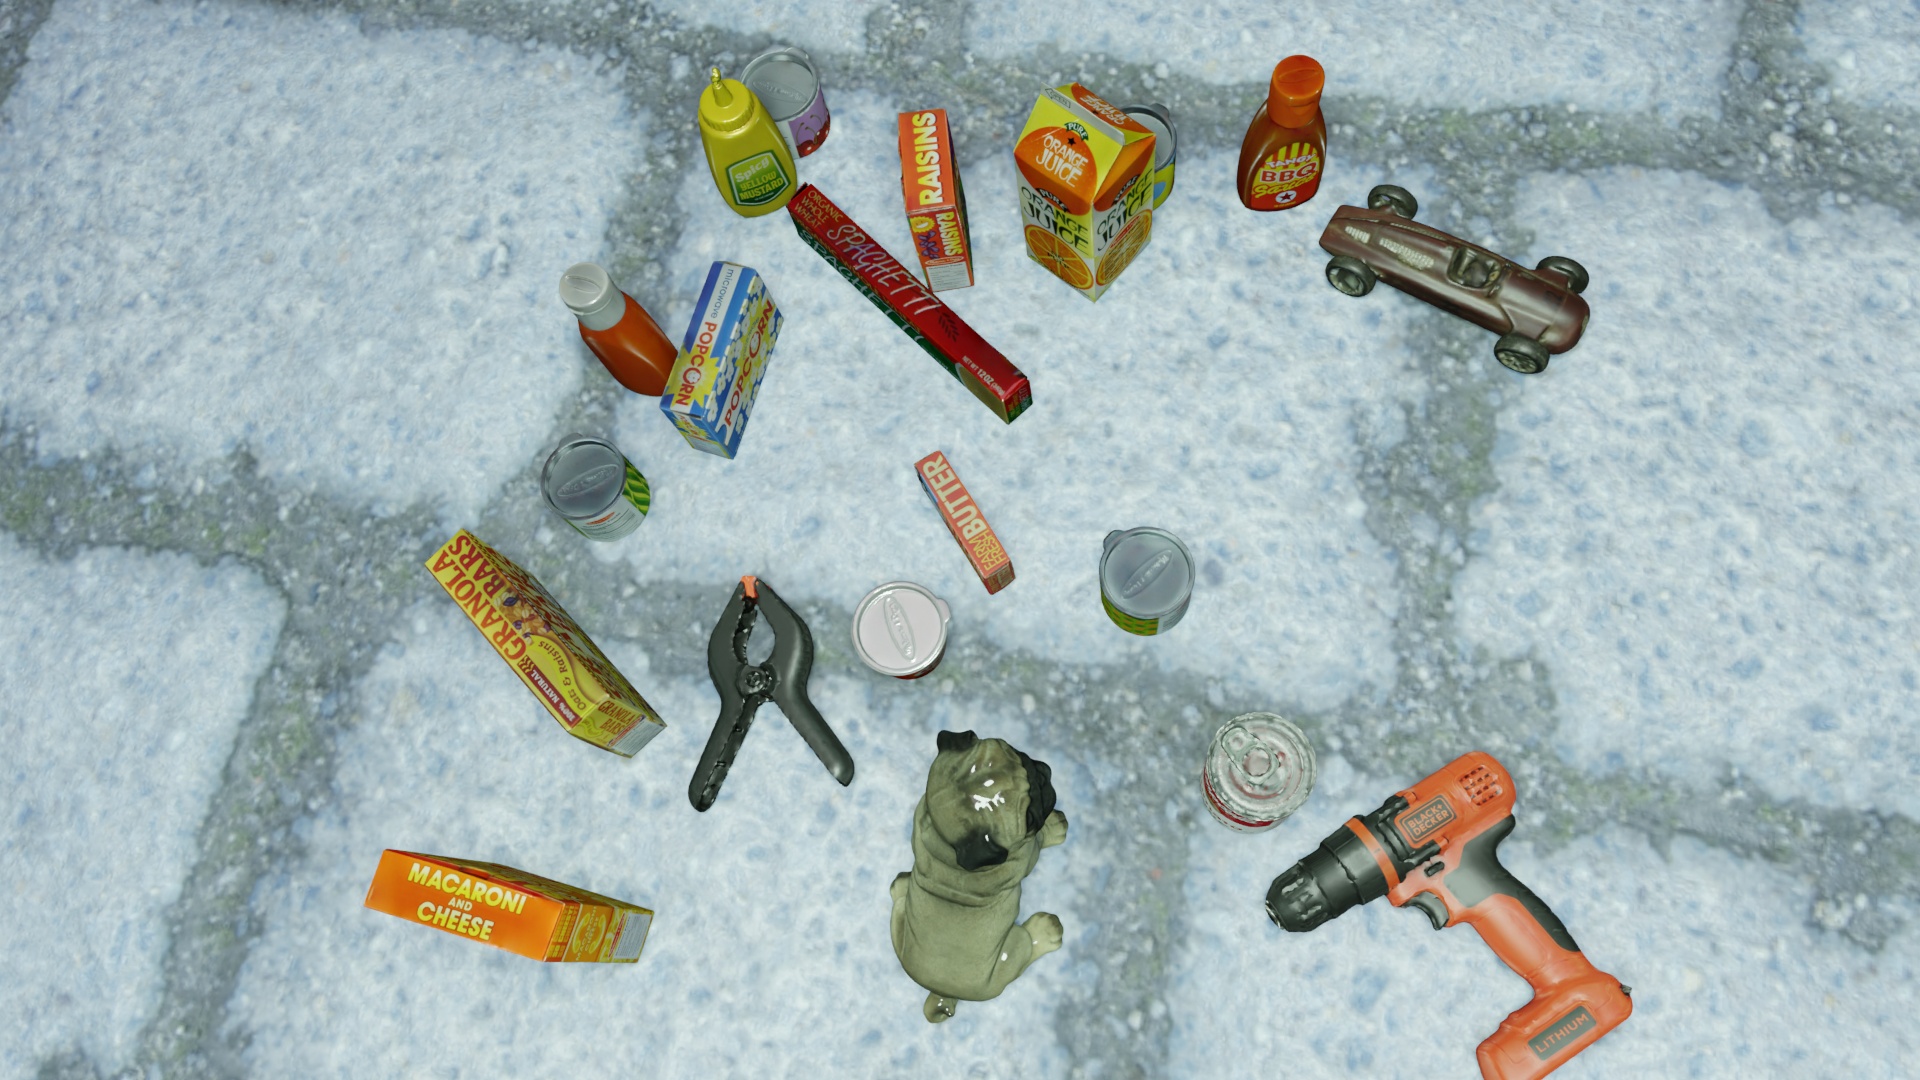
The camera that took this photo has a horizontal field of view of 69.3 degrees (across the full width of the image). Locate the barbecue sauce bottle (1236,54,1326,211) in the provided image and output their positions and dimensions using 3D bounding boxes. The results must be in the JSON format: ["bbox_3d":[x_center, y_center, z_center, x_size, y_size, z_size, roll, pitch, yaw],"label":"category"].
[{"bbox_3d":[0.241,-0.300,1.028,0.065,0.148,0.044,-10,72,3],"label":"barbecue sauce bottle"}]

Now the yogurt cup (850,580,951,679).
[{"bbox_3d":[-0.040,0.068,0.992,0.072,0.053,0.072,-2,72,6],"label":"yogurt cup"}]

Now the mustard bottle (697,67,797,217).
[{"bbox_3d":[-0.170,-0.310,1.071,0.065,0.160,0.049,-23,72,-1],"label":"mustard bottle"}]

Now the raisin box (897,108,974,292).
[{"bbox_3d":[-0.018,-0.256,1.056,0.040,0.123,0.086,-6,72,5],"label":"raisin box"}]

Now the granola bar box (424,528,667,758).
[{"bbox_3d":[-0.291,0.076,0.980,0.039,0.124,0.166,-44,73,-7],"label":"granola bar box"}]

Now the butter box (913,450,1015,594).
[{"bbox_3d":[0.004,-0.013,1.013,0.024,0.053,0.104,-31,72,-3],"label":"butter box"}]

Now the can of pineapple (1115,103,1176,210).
[{"bbox_3d":[0.137,-0.298,1.087,0.071,0.057,0.071,-2,72,6],"label":"can of pineapple"}]

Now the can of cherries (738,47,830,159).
[{"bbox_3d":[-0.141,-0.357,1.137,0.071,0.058,0.071,-2,72,6],"label":"can of cherries"}]

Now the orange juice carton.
[{"bbox_3d":[0.091,-0.259,1.008,0.072,0.192,0.073,39,81,16],"label":"orange juice carton"}]

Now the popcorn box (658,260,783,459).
[{"bbox_3d":[-0.180,-0.137,1.056,0.038,0.085,0.127,14,75,11],"label":"popcorn box"}]

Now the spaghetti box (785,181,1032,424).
[{"bbox_3d":[-0.042,-0.185,1.075,0.029,0.050,0.250,-44,73,-8],"label":"spaghetti box"}]

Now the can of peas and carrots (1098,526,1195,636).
[{"bbox_3d":[0.129,0.028,0.983,0.071,0.058,0.071,-2,72,6],"label":"can of peas and carrots"}]

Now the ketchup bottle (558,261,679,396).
[{"bbox_3d":[-0.255,-0.156,1.038,0.065,0.148,0.043,18,76,12],"label":"ketchup bottle"}]

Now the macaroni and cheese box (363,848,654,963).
[{"bbox_3d":[-0.287,0.239,0.905,0.124,0.166,0.040,13,75,10],"label":"macaroni and cheese box"}]

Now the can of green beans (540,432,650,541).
[{"bbox_3d":[-0.275,-0.038,1.050,0.071,0.057,0.071,-2,72,6],"label":"can of green beans"}]
